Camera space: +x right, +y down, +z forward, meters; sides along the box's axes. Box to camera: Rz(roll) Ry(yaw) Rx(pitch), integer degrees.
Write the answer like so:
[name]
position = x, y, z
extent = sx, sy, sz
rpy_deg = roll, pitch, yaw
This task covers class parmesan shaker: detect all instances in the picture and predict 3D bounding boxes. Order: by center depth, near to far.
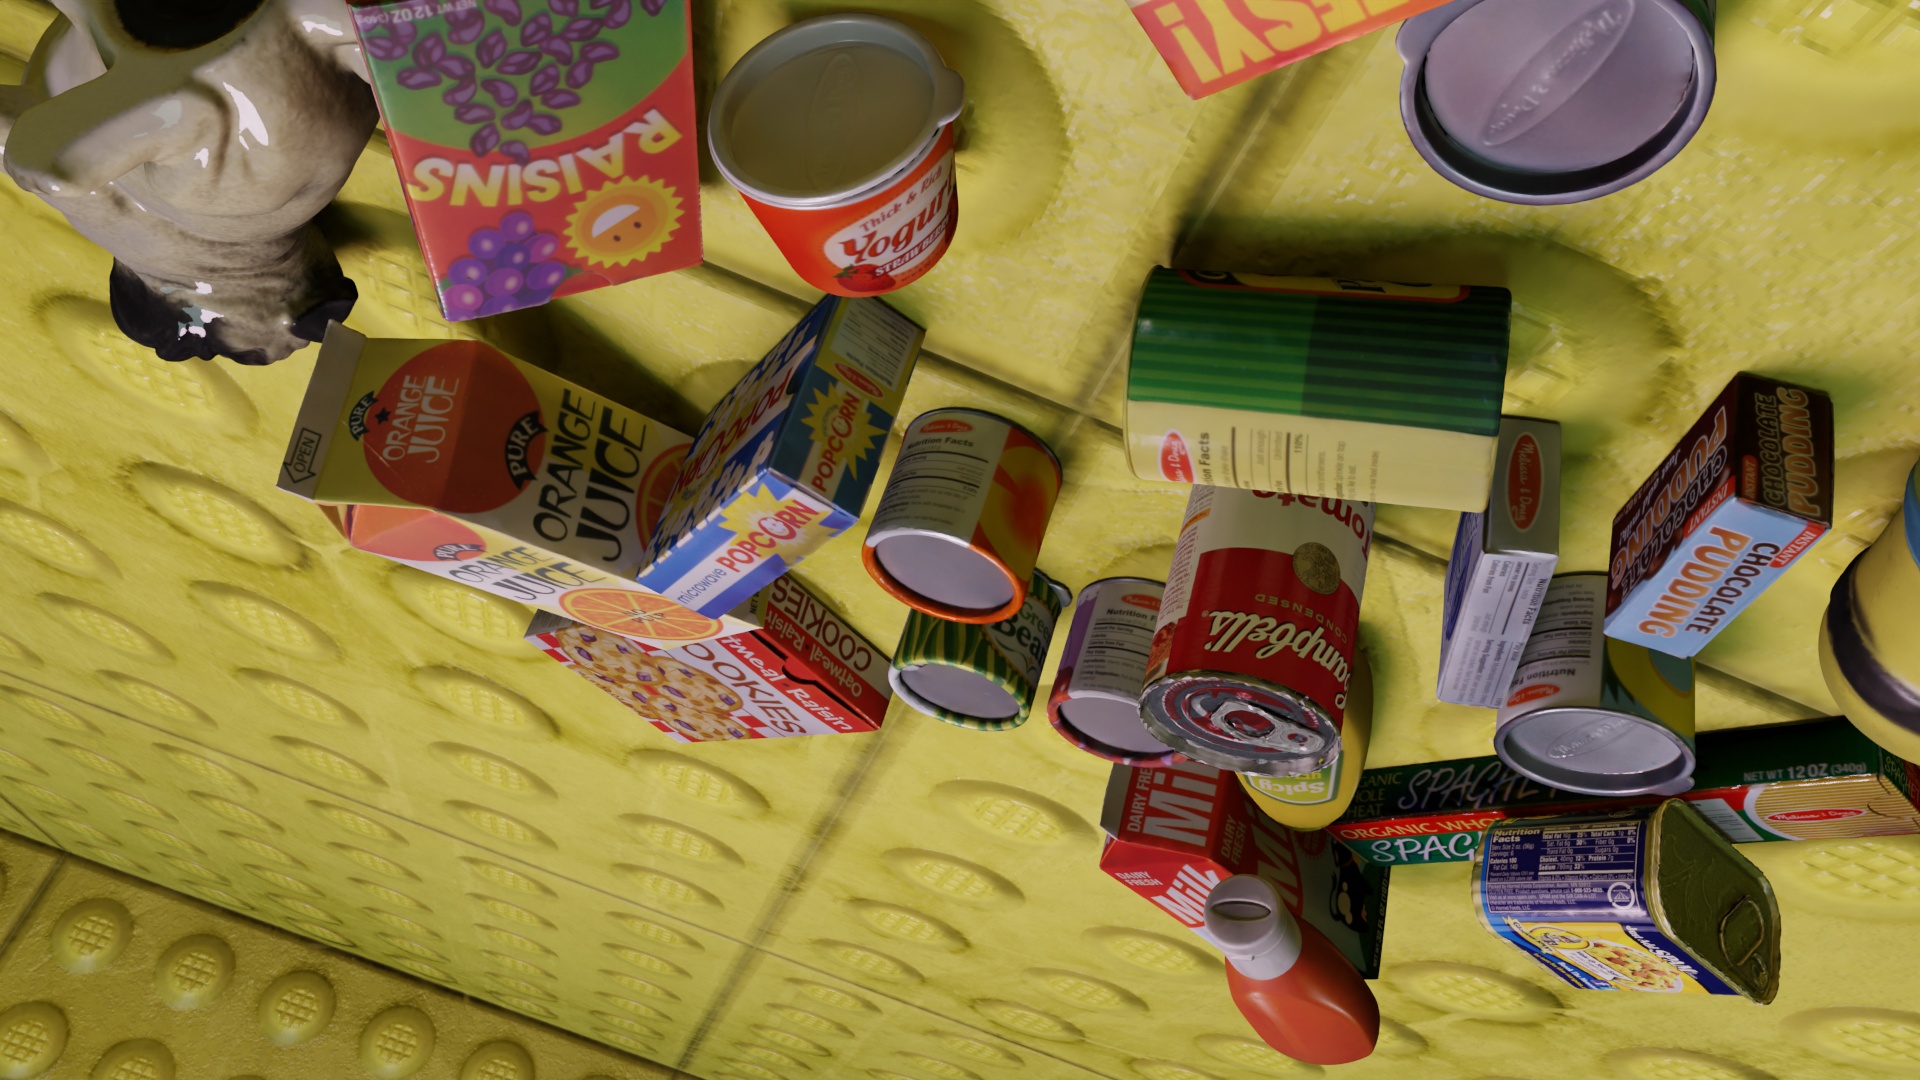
[parmesan shaker]
position = 0.107, -0.045, 0.416
extent = 0.103, 0.071, 0.071
rpy_deg = 7, 147, 18

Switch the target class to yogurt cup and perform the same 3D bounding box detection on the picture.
[yogurt cup]
position = -0.032, -0.107, 0.397
extent = 0.072, 0.072, 0.053
rpy_deg = 10, 156, 15

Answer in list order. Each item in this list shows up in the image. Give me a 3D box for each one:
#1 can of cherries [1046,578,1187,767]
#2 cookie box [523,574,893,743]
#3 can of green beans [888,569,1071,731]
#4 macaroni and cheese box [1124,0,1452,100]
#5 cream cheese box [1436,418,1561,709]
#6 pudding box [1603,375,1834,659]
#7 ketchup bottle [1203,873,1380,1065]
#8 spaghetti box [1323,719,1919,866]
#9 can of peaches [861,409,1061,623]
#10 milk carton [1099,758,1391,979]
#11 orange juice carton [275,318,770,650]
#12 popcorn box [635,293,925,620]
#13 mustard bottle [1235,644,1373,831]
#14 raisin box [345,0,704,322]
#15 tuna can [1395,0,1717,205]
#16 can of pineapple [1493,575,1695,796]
[can of cherries]
position = 0.076, 0.060, 0.607
extent = 0.071, 0.059, 0.071
rpy_deg = 14, 148, 9
[cookie box]
position = -0.134, 0.062, 0.744
extent = 0.167, 0.040, 0.122
rpy_deg = -10, 139, 39
[can of green beans]
position = 0.007, 0.045, 0.623
extent = 0.071, 0.058, 0.071
rpy_deg = 14, 149, 9
[macaroni and cheese box]
position = 0.058, -0.176, 0.258
extent = 0.123, 0.040, 0.166
rpy_deg = -10, 138, 39
[cream cheese box]
position = 0.183, 0.011, 0.475
extent = 0.024, 0.053, 0.103
rpy_deg = 8, 148, 15
[pudding box]
position = 0.231, -0.005, 0.427
extent = 0.030, 0.050, 0.083
rpy_deg = 17, 149, 7
[ketchup bottle]
position = 0.158, 0.210, 0.676
extent = 0.064, 0.044, 0.148
rpy_deg = -4, 142, 29
[spaghetti box]
position = 0.277, 0.116, 0.615
extent = 0.050, 0.029, 0.249
rpy_deg = 38, 145, -29
[can of peaches]
position = 0.002, -0.007, 0.542
extent = 0.071, 0.058, 0.071
rpy_deg = 14, 148, 9
[milk carton]
position = 0.139, 0.157, 0.716
extent = 0.190, 0.073, 0.073
rpy_deg = 38, 144, -30
[orange juice carton]
position = -0.170, -0.019, 0.560
extent = 0.073, 0.072, 0.192
rpy_deg = -15, 150, 42
[popcorn box]
position = -0.070, -0.029, 0.518
extent = 0.038, 0.085, 0.126
rpy_deg = 31, 147, -21
[mustard bottle]
position = 0.154, 0.095, 0.630
extent = 0.065, 0.049, 0.159
rpy_deg = 7, 147, 23
[raisin box]
position = -0.121, -0.123, 0.401
extent = 0.086, 0.040, 0.122
rpy_deg = -18, 155, -18
[tuna can]
position = 0.135, -0.114, 0.321
extent = 0.071, 0.033, 0.070
rpy_deg = 14, 149, 9
[can of pineapple]
position = 0.235, 0.055, 0.511
extent = 0.071, 0.058, 0.070
rpy_deg = 14, 149, 9
